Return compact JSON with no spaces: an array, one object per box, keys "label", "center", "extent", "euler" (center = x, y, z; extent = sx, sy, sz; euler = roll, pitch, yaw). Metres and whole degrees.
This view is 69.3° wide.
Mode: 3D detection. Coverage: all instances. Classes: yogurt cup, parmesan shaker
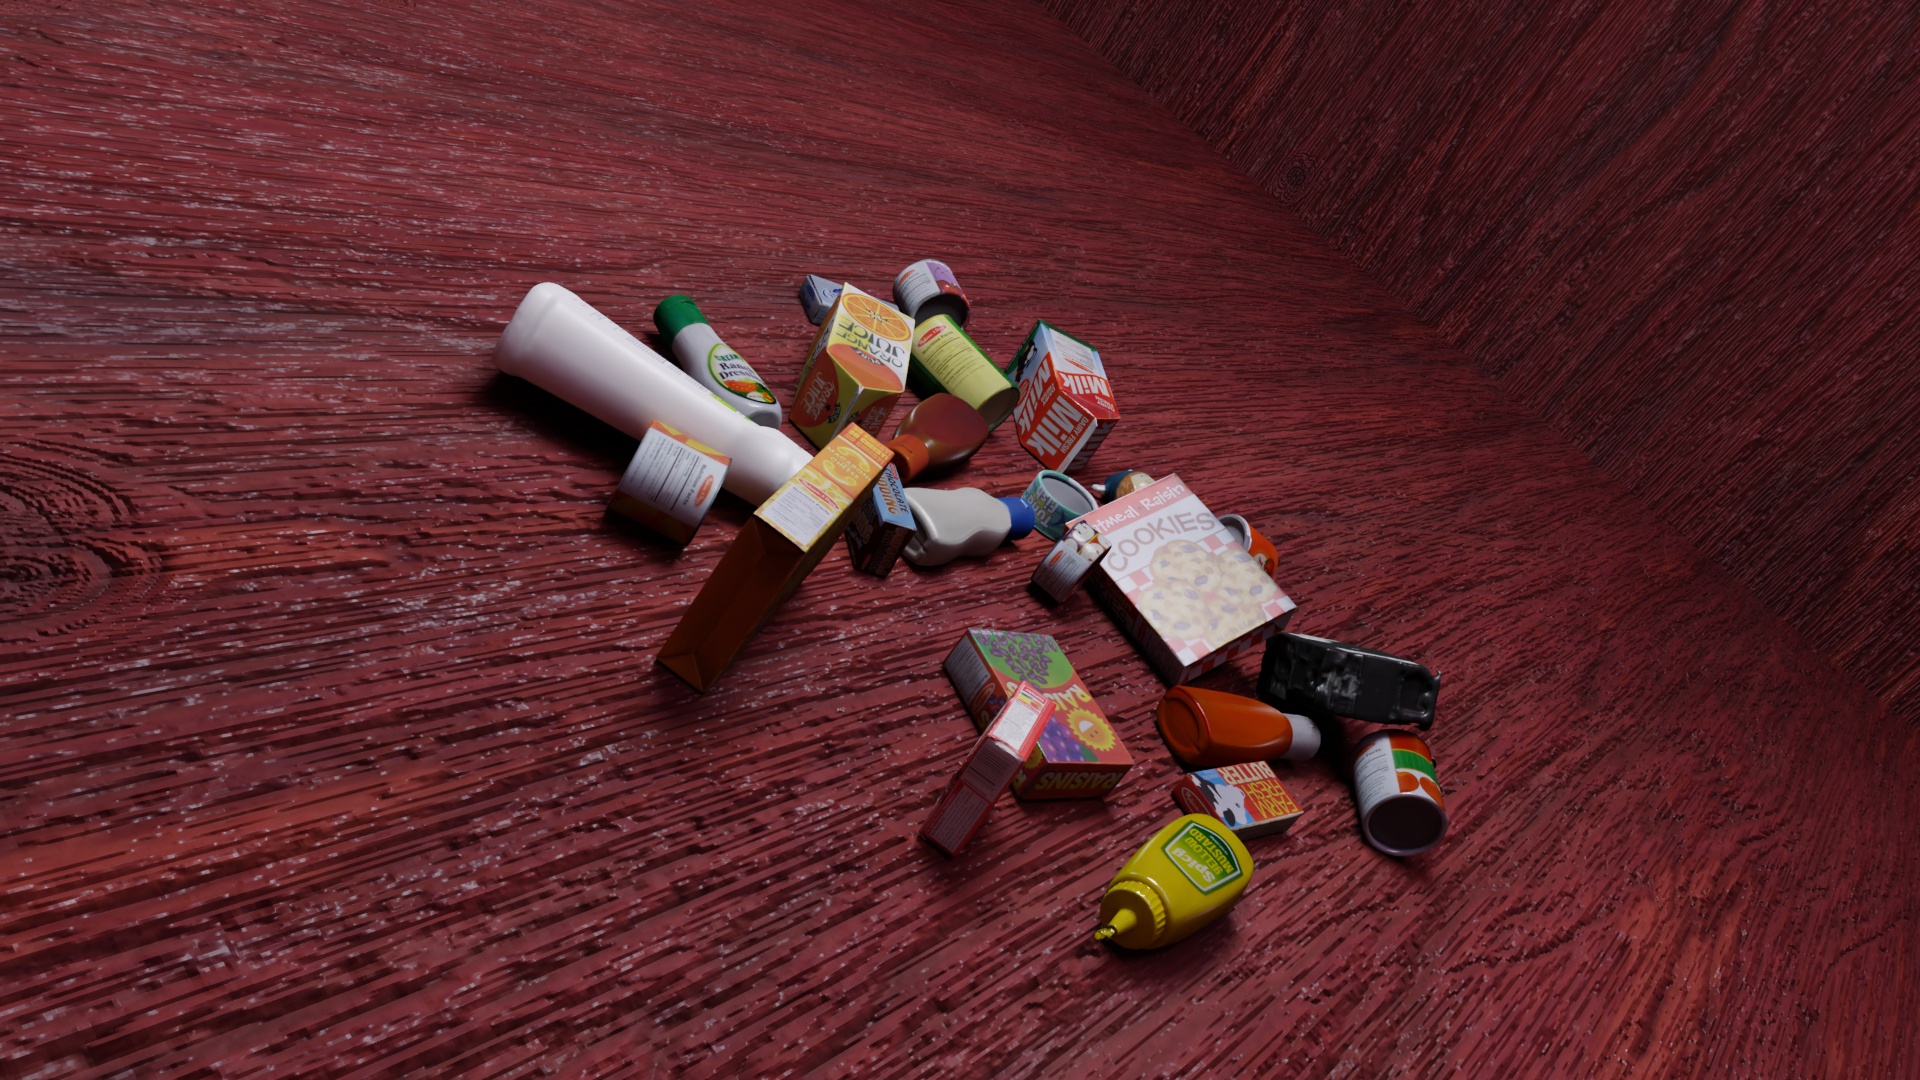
[{"label":"yogurt cup","center":[0.265,0.016,1.325],"extent":[0.054,0.072,0.073],"euler":[28,28,-31]},{"label":"parmesan shaker","center":[-0.003,-0.150,1.292],"extent":[0.103,0.071,0.071],"euler":[48,30,21]}]

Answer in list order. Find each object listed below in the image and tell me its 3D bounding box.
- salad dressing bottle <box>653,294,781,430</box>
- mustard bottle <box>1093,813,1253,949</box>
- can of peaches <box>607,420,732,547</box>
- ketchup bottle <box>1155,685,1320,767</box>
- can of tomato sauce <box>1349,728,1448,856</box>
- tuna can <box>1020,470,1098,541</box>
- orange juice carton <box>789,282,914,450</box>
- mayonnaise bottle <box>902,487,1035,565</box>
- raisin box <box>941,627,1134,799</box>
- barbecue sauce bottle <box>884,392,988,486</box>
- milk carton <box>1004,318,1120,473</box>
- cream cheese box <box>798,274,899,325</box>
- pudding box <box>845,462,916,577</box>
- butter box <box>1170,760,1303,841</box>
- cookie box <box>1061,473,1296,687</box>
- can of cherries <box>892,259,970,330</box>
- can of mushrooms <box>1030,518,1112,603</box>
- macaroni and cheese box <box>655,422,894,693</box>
[{"label":"salad dressing bottle","center":[-0.192,-0.133,1.078],"extent":[0.064,0.043,0.148],"euler":[2,42,-48]},{"label":"mustard bottle","center":[0.129,0.221,0.872],"extent":[0.065,0.048,0.161],"euler":[44,29,20]},{"label":"can of peaches","center":[-0.191,-0.037,0.911],"extent":[0.058,0.071,0.071],"euler":[27,29,-14]},{"label":"ketchup bottle","center":[0.224,0.150,1.091],"extent":[0.149,0.043,0.065],"euler":[12,34,-37]},{"label":"can of tomato sauce","center":[0.356,0.205,1.125],"extent":[0.071,0.071,0.083],"euler":[30,29,-9]},{"label":"tuna can","center":[0.086,-0.030,1.232],"extent":[0.071,0.032,0.071],"euler":[27,28,-16]},{"label":"orange juice carton","center":[-0.091,-0.138,1.166],"extent":[0.073,0.071,0.194],"euler":[27,29,-14]},{"label":"mayonnaise bottle","center":[0.004,-0.014,1.111],"extent":[0.148,0.041,0.065],"euler":[-5,49,-52]},{"label":"raisin box","center":[0.052,0.119,0.958],"extent":[0.086,0.040,0.124],"euler":[9,36,-41]},{"label":"barbecue sauce bottle","center":[-0.029,-0.082,1.178],"extent":[0.065,0.043,0.149],"euler":[38,29,6]},{"label":"milk carton","center":[0.101,-0.135,1.371],"extent":[0.073,0.072,0.191],"euler":[24,29,-21]},{"label":"cream cheese box","center":[-0.100,-0.217,1.329],"extent":[0.104,0.024,0.053],"euler":[15,34,-33]},{"label":"pudding box","center":[-0.063,-0.019,1.036],"extent":[0.030,0.049,0.084],"euler":[17,33,-29]},{"label":"butter box","center":[0.205,0.193,1.024],"extent":[0.104,0.024,0.053],"euler":[1,43,-46]},{"label":"cookie box","center":[0.181,0.031,1.180],"extent":[0.123,0.040,0.168],"euler":[-24,58,-24]},{"label":"can of cherries","center":[-0.027,-0.238,1.398],"extent":[0.071,0.071,0.058],"euler":[14,35,-35]},{"label":"can of mushrooms","center":[0.091,0.016,1.130],"extent":[0.033,0.070,0.071],"euler":[41,28,10]},{"label":"macaroni and cheese box","center":[-0.111,0.007,0.866],"extent":[0.040,0.123,0.167],"euler":[38,28,-1]}]
